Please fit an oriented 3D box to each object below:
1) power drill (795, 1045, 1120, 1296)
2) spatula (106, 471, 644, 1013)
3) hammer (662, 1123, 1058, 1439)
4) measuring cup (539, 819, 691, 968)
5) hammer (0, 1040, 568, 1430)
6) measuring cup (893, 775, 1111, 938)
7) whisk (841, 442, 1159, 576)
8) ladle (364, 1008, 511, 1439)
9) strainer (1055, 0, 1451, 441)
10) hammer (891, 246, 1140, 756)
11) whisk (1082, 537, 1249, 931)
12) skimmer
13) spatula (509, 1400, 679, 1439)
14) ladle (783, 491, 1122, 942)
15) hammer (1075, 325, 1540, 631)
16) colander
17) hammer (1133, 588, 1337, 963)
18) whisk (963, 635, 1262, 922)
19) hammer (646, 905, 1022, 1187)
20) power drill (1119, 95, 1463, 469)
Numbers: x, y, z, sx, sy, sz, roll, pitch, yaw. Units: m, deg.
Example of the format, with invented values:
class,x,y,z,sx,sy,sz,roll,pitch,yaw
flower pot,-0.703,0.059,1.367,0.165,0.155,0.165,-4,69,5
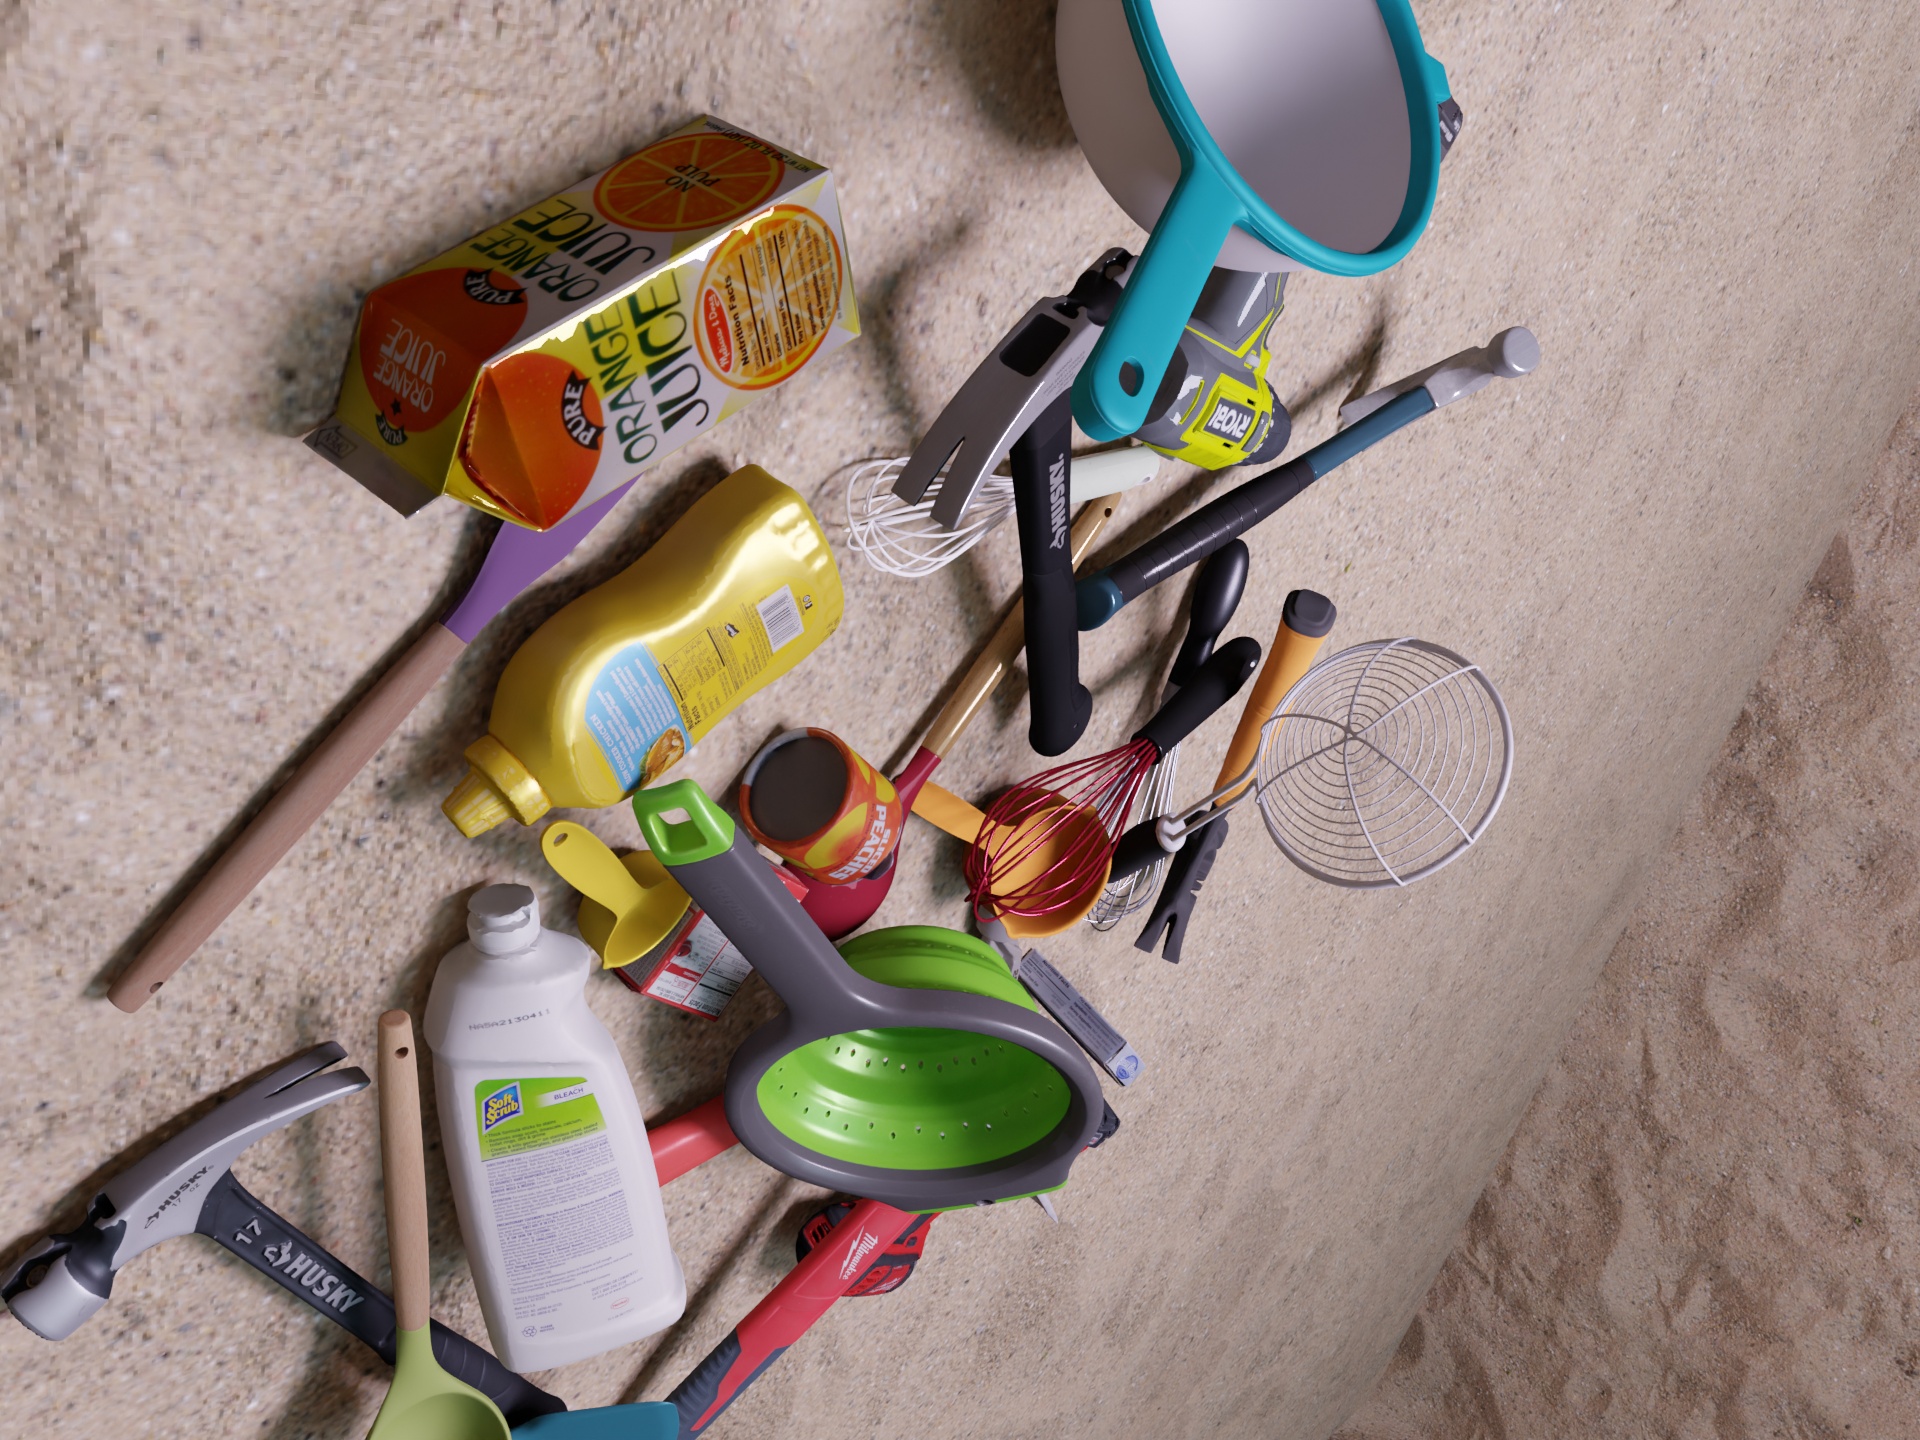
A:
class,x,y,z,sx,sy,sz,roll,pitch,yaw
power drill,-0.003,0.315,1.102,0.219,0.079,0.143,-40,155,2
spatula,-0.214,-0.015,0.612,0.316,0.018,0.059,-50,163,-8
hammer,-0.113,0.398,1.014,0.386,0.038,0.143,-46,112,4
measuring cup,-0.164,0.068,0.718,0.062,0.029,0.156,-47,158,-12
hammer,-0.283,0.296,0.792,0.149,0.036,0.408,-43,146,-20
measuring cup,0.014,0.066,0.967,0.173,0.052,0.095,32,90,-33
whisk,0.029,-0.118,0.818,0.058,0.059,0.246,-24,178,43
ladle,-0.247,0.265,0.728,0.078,0.062,0.320,-17,129,-37
strainer,0.087,-0.229,0.659,0.210,0.095,0.340,42,56,-27
hammer,0.041,-0.071,0.804,0.146,0.035,0.334,-47,157,-20
whisk,0.136,0.013,1.062,0.070,0.070,0.284,-2,116,-52
skimmer,0.167,0.055,0.888,0.363,0.090,0.127,131,-32,-68
spatula,-0.303,0.439,0.844,0.317,0.044,0.082,-22,146,-27
ladle,-0.001,-0.003,0.892,0.069,0.031,0.315,39,84,-40
hammer,0.198,-0.145,0.970,0.331,0.128,0.033,-32,97,-19
colander,-0.055,0.128,0.828,0.204,0.095,0.396,-15,136,16
hammer,0.182,0.035,1.053,0.336,0.034,0.127,101,15,-54
whisk,0.100,0.027,0.949,0.296,0.073,0.073,-39,145,-37
hammer,-0.095,0.223,0.967,0.359,0.037,0.149,-22,135,-42
power drill,0.173,-0.242,0.861,0.190,0.080,0.228,0,122,-59
